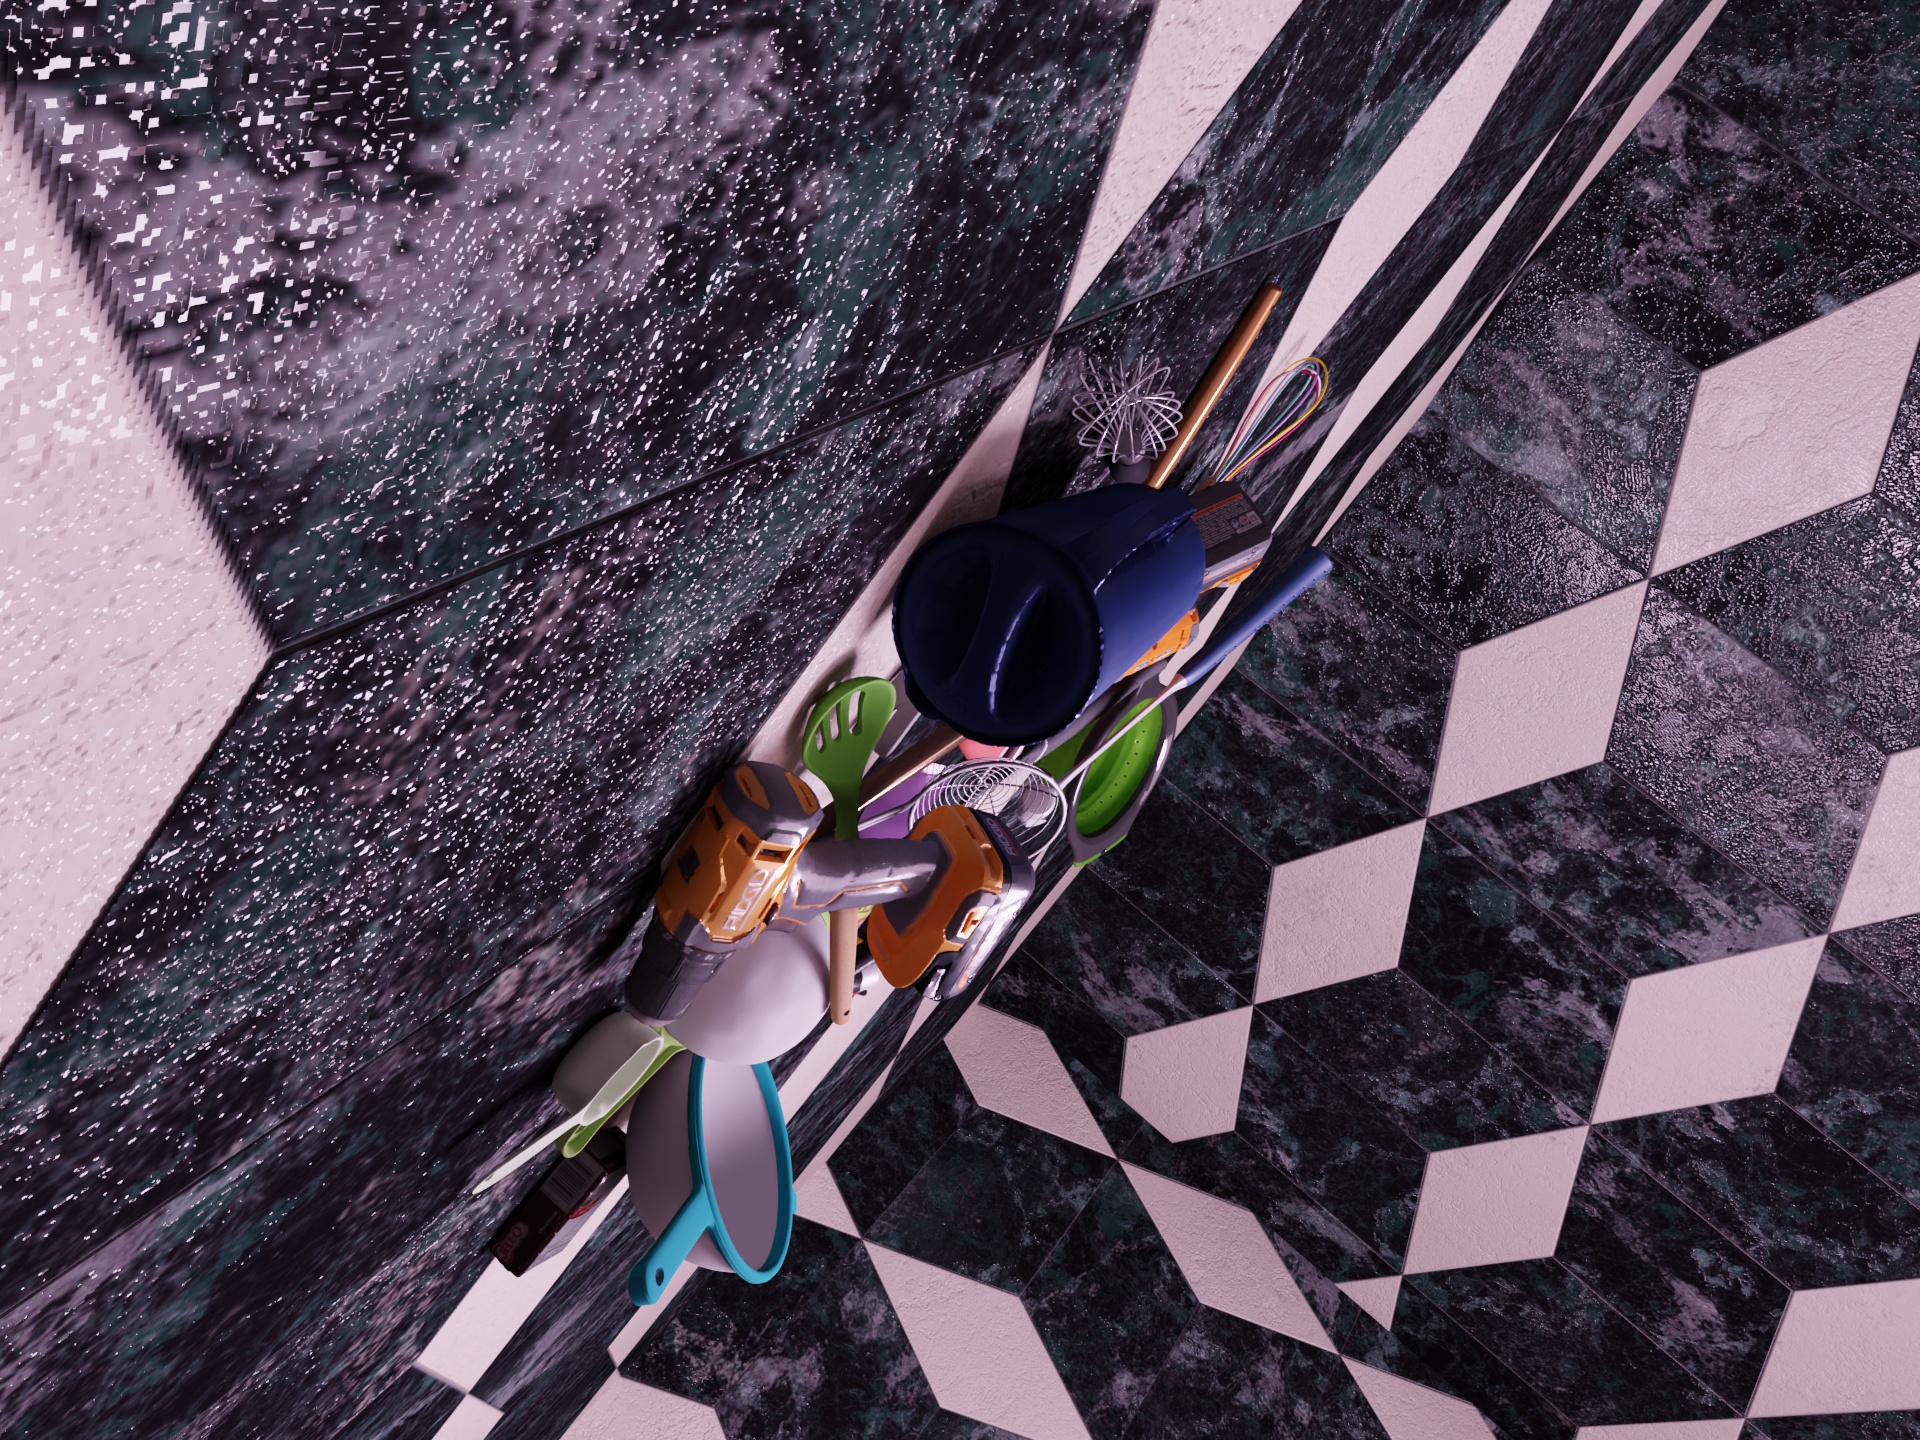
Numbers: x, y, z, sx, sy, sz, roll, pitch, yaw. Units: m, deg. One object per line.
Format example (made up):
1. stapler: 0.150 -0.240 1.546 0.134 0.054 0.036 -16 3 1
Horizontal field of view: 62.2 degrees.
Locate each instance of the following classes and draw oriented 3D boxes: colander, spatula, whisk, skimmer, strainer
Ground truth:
1. colander: 0.161 -0.035 1.715 0.204 0.095 0.396 -25 136 -47
2. spatula: 0.171 -0.202 1.263 0.081 0.041 0.322 -35 161 -52
3. spatula: -0.107 0.145 1.345 0.059 0.018 0.315 13 126 -38
4. whisk: 0.255 -0.238 1.487 0.245 0.047 0.051 -51 171 20
5. whisk: 0.109 -0.186 1.038 0.070 0.070 0.284 -51 175 4
6. skimmer: -0.045 0.096 1.156 0.127 0.090 0.363 -44 166 29
7. strainer: -0.224 0.366 1.236 0.095 0.211 0.340 -13 -173 10
8. strainer: -0.179 0.232 1.127 0.256 0.069 0.151 -44 148 -3

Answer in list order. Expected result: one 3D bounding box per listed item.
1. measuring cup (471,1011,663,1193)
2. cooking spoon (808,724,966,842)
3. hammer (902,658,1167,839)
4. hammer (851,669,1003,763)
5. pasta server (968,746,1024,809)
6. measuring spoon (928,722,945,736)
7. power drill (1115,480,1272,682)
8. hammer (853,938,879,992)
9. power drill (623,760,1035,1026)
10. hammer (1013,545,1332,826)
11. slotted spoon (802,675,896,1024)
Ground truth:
1. measuring cup: -0.261 0.245 1.026 0.167 0.038 0.083 -34 161 -51
2. cooking spoon: 0.010 0.000 1.107 0.319 0.017 0.068 -34 169 -27
3. hammer: 0.057 0.042 1.521 0.409 0.036 0.149 -36 166 -28
4. hammer: -0.002 -0.004 1.241 0.149 0.037 0.359 -49 169 -6
5. pasta server: 0.030 0.075 1.645 0.316 0.040 0.060 -51 157 11
6. measuring spoon: 0.005 0.000 1.142 0.124 0.018 0.034 -42 166 -33
7. power drill: 0.176 -0.111 1.465 0.164 0.084 0.226 -26 163 -27
8. hammer: -0.058 0.175 1.283 0.146 0.035 0.334 -13 163 -39
9. power drill: -0.087 0.122 0.986 0.226 0.084 0.185 12 121 -39
10. hammer: 0.208 -0.033 1.574 0.405 0.035 0.144 -40 174 -9
11. slotted spoon: -0.077 0.093 1.045 0.070 0.031 0.313 -26 138 -33
